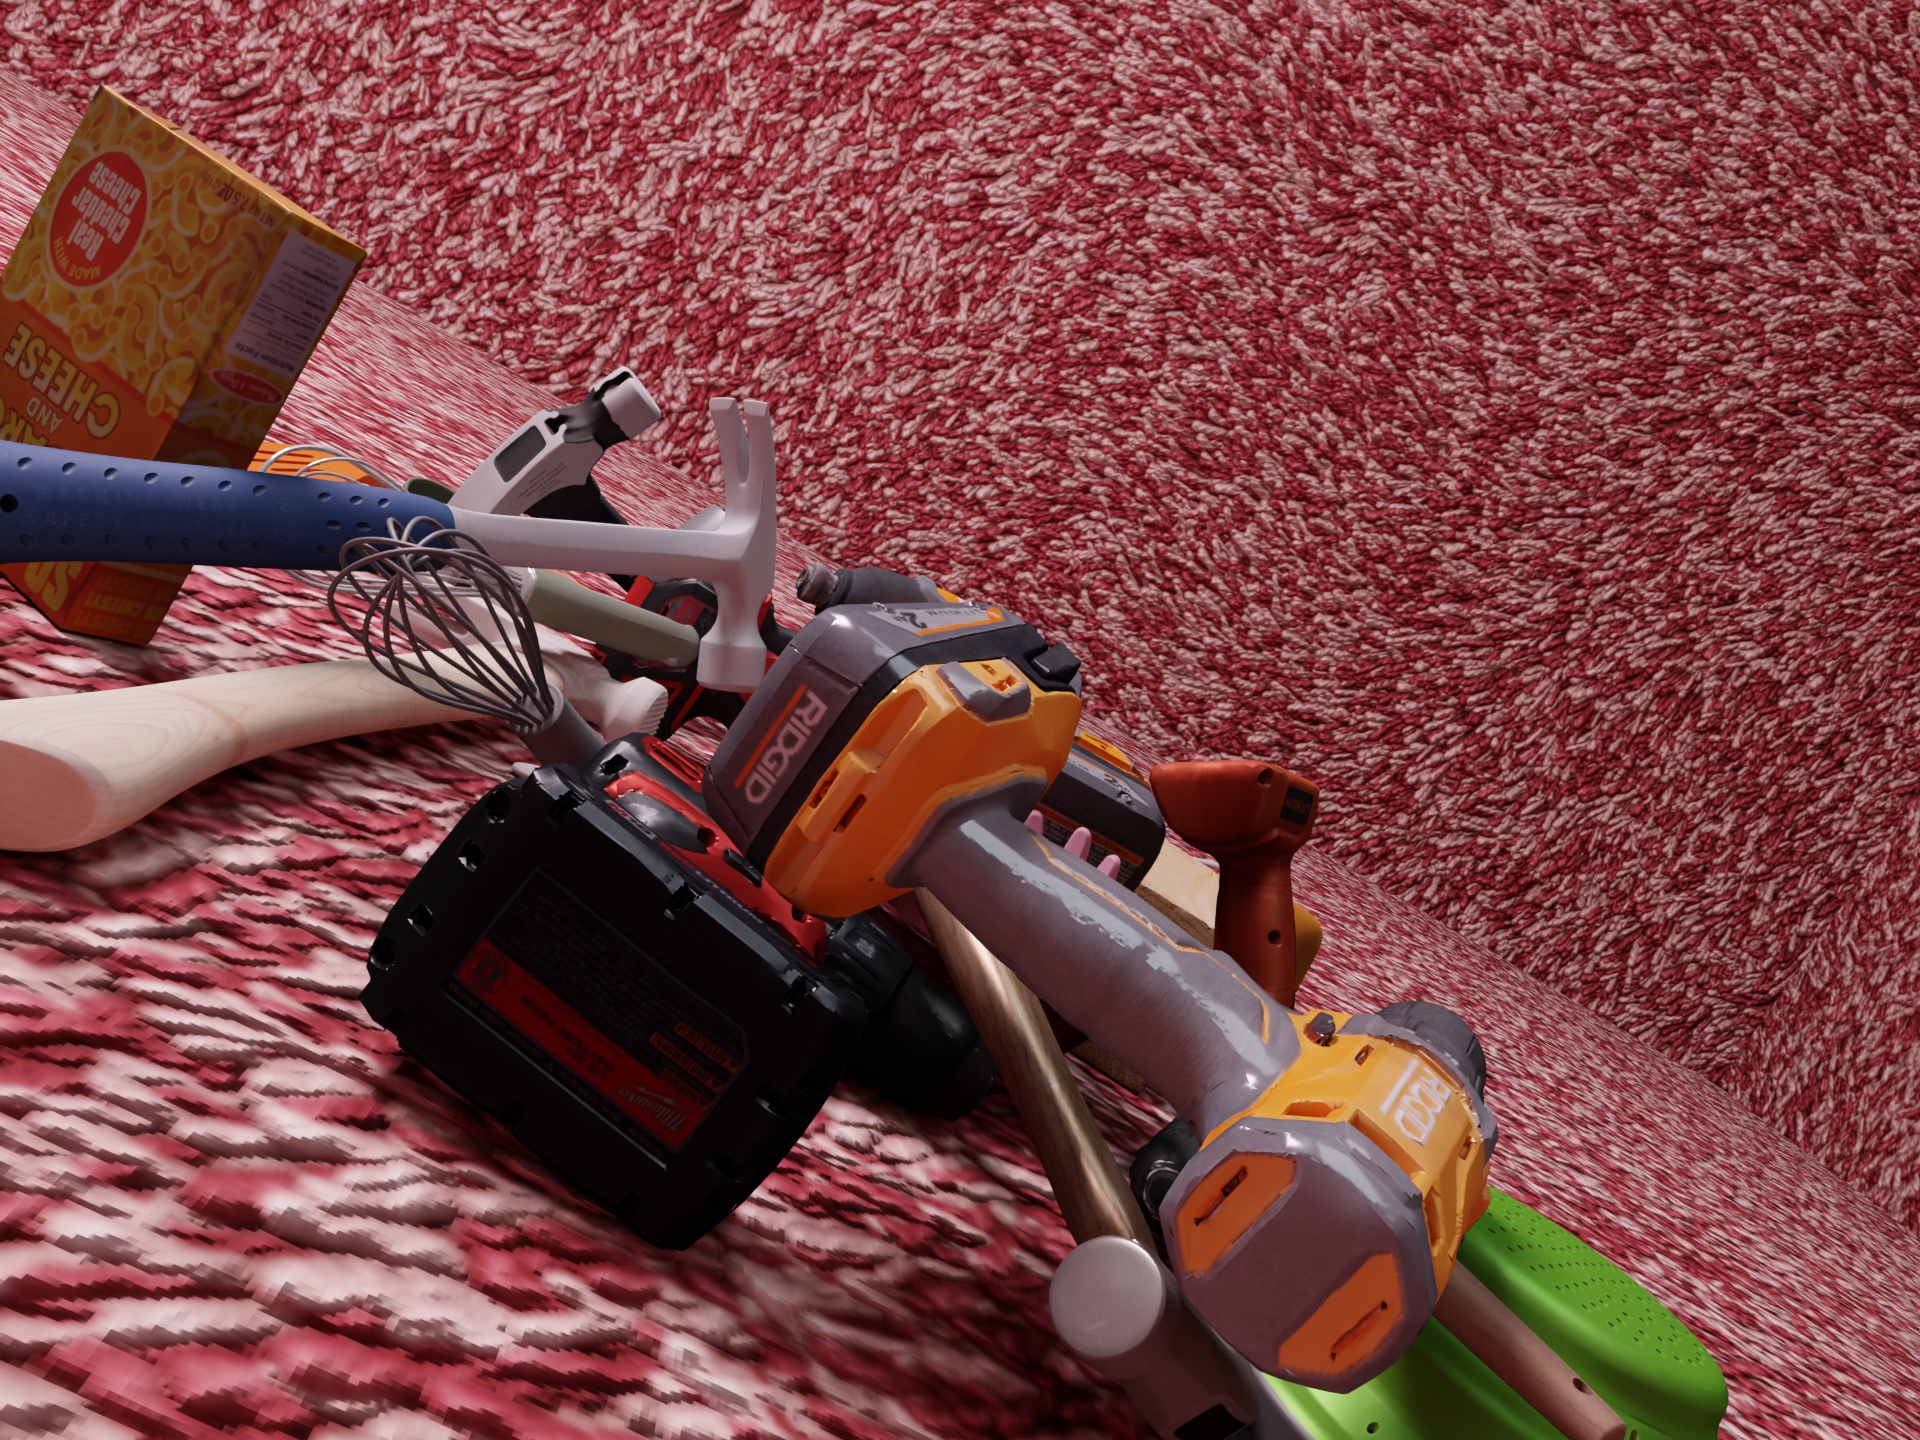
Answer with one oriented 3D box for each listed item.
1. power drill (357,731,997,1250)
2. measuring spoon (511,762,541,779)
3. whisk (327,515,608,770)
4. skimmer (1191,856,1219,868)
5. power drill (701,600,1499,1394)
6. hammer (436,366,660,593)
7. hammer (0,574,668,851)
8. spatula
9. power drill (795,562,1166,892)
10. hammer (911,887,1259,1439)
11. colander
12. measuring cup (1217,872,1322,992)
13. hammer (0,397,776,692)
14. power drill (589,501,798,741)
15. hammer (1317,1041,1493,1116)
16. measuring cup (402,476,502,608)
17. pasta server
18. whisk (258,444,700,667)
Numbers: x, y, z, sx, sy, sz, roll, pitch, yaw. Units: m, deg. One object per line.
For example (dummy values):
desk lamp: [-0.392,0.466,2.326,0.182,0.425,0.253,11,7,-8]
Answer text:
power drill: [-0.068,0.082,0.504,0.188,0.080,0.227,38,3,0]
measuring spoon: [-0.151,0.032,0.729,0.124,0.018,0.034,22,12,-48]
whisk: [-0.158,-0.002,0.582,0.055,0.055,0.238,34,-16,22]
skimmer: [0.102,0.045,1.076,0.127,0.090,0.362,11,-28,32]
power drill: [0.057,0.063,0.459,0.226,0.084,0.185,43,21,17]
hammer: [-0.171,-0.065,0.928,0.035,0.146,0.334,55,2,29]
hammer: [-0.235,-0.012,0.590,0.146,0.038,0.410,26,8,3]
spatula: [-0.315,-0.107,1.001,0.322,0.041,0.081,30,6,-46]
power drill: [-0.001,-0.002,0.767,0.164,0.084,0.227,29,17,-21]
hammer: [0.012,0.090,0.541,0.129,0.031,0.332,57,3,-43]
colander: [0.193,0.215,0.598,0.204,0.094,0.397,32,7,10]
measuring cup: [0.166,0.116,1.061,0.173,0.052,0.095,35,-6,-13]
hammer: [-0.199,-0.079,0.633,0.035,0.144,0.405,10,7,28]
power drill: [-0.088,-0.023,0.887,0.219,0.143,0.079,31,4,-27]
hammer: [0.150,0.156,1.045,0.409,0.036,0.149,31,-4,13]
measuring cup: [-0.278,-0.070,0.881,0.083,0.038,0.168,31,22,-47]
pasta server: [0.094,0.119,0.536,0.060,0.040,0.316,6,21,-35]
whisk: [-0.208,-0.063,0.722,0.058,0.059,0.246,-4,-15,35]
